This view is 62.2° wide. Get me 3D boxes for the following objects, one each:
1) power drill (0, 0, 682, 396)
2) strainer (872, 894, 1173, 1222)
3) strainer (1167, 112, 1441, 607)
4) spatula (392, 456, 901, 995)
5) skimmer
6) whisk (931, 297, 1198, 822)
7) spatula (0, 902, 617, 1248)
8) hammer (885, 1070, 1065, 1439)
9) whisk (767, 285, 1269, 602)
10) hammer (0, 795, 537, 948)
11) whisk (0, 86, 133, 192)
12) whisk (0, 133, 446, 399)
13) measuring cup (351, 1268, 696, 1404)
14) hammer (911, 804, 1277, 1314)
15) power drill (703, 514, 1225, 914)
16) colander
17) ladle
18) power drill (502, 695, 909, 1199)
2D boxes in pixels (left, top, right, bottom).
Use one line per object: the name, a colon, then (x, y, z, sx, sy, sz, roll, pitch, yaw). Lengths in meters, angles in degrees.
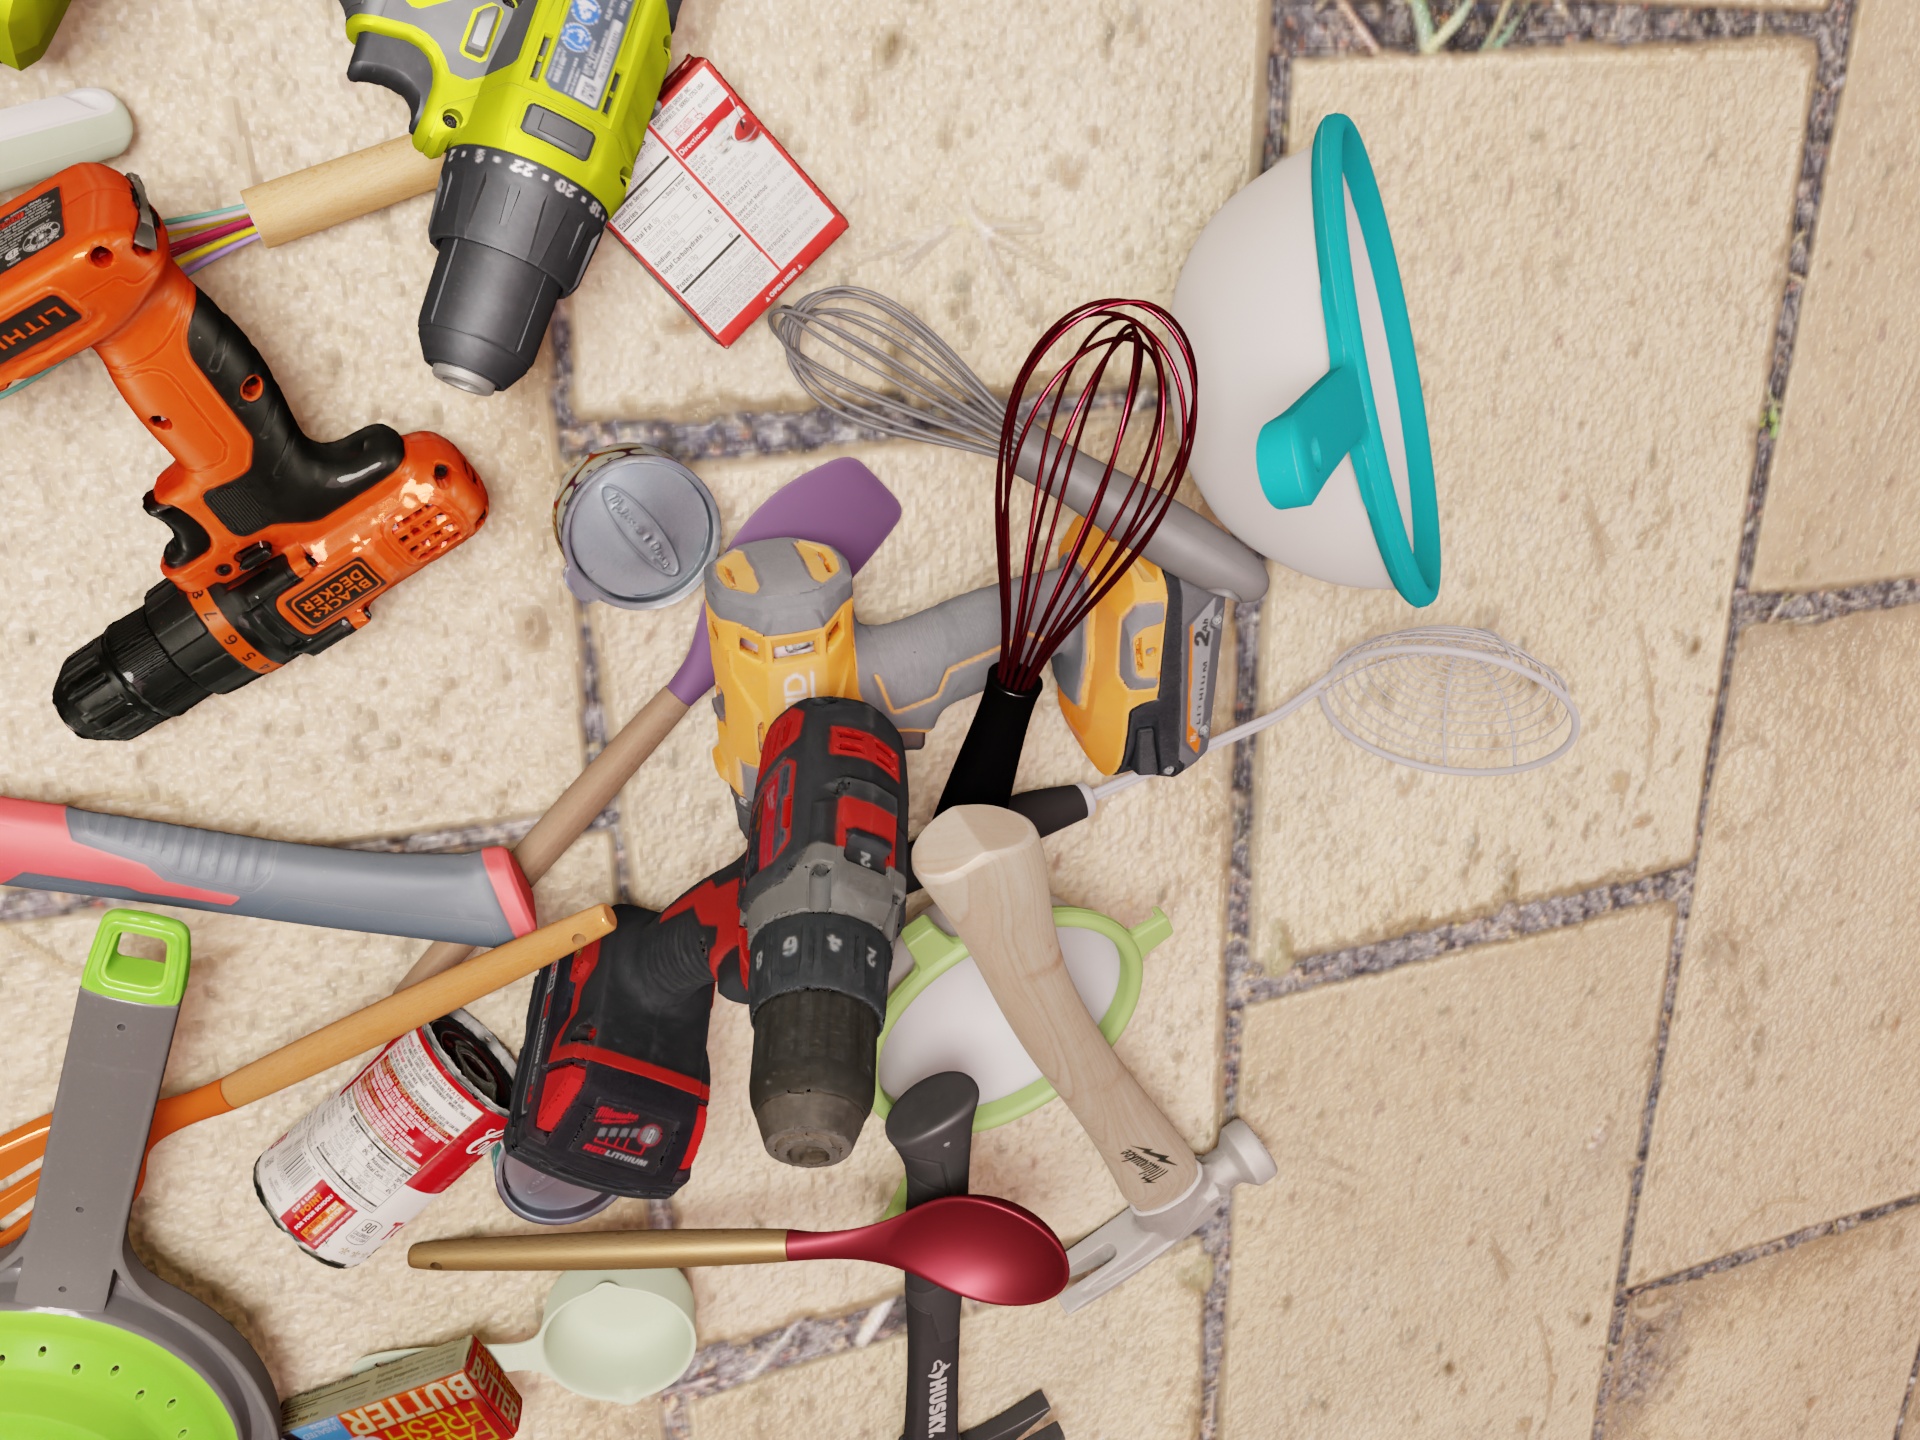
power drill: (-0.216, -0.234, 0.535, 0.228, 0.080, 0.190, 20, 85, -26)
strainer: (-0.007, 0.173, 0.814, 0.151, 0.069, 0.256, 2, 127, -32)
strainer: (0.123, -0.125, 0.641, 0.095, 0.340, 0.211, -9, 106, 24)
spatula: (-0.145, 0.007, 0.710, 0.316, 0.018, 0.059, -48, 128, 0)
skimmer: (0.129, 0.041, 0.795, 0.363, 0.090, 0.127, -22, 155, -10)
whisk: (0.028, -0.032, 0.637, 0.073, 0.073, 0.295, -1, 131, -22)
spatula: (-0.288, 0.153, 0.670, 0.322, 0.041, 0.081, -25, 118, 7)
hammer: (-0.009, 0.310, 0.835, 0.146, 0.035, 0.334, -12, 126, -19)
whisk: (0.025, -0.113, 0.669, 0.239, 0.055, 0.055, 30, 97, -2)
hammer: (-0.363, 0.062, 0.618, 0.386, 0.038, 0.143, 13, 107, -23)
whisk: (-0.337, -0.154, 0.467, 0.058, 0.246, 0.059, 23, 126, 6)
whisk: (-0.276, -0.170, 0.575, 0.245, 0.047, 0.051, -26, 116, -15)
measuring cup: (-0.214, 0.302, 0.791, 0.167, 0.038, 0.083, -5, 116, -2)
hammer: (0.052, 0.174, 0.770, 0.146, 0.038, 0.410, -34, 138, -5)
power drill: (-0.001, -0.002, 0.728, 0.226, 0.084, 0.185, -10, 125, -16)
colander: (-0.372, 0.261, 0.638, 0.204, 0.095, 0.397, 16, 110, -18)
ladle: (-0.107, 0.250, 0.749, 0.315, 0.031, 0.069, -3, 119, 5)
power drill: (-0.098, 0.117, 0.637, 0.080, 0.188, 0.226, 26, 132, -26)
